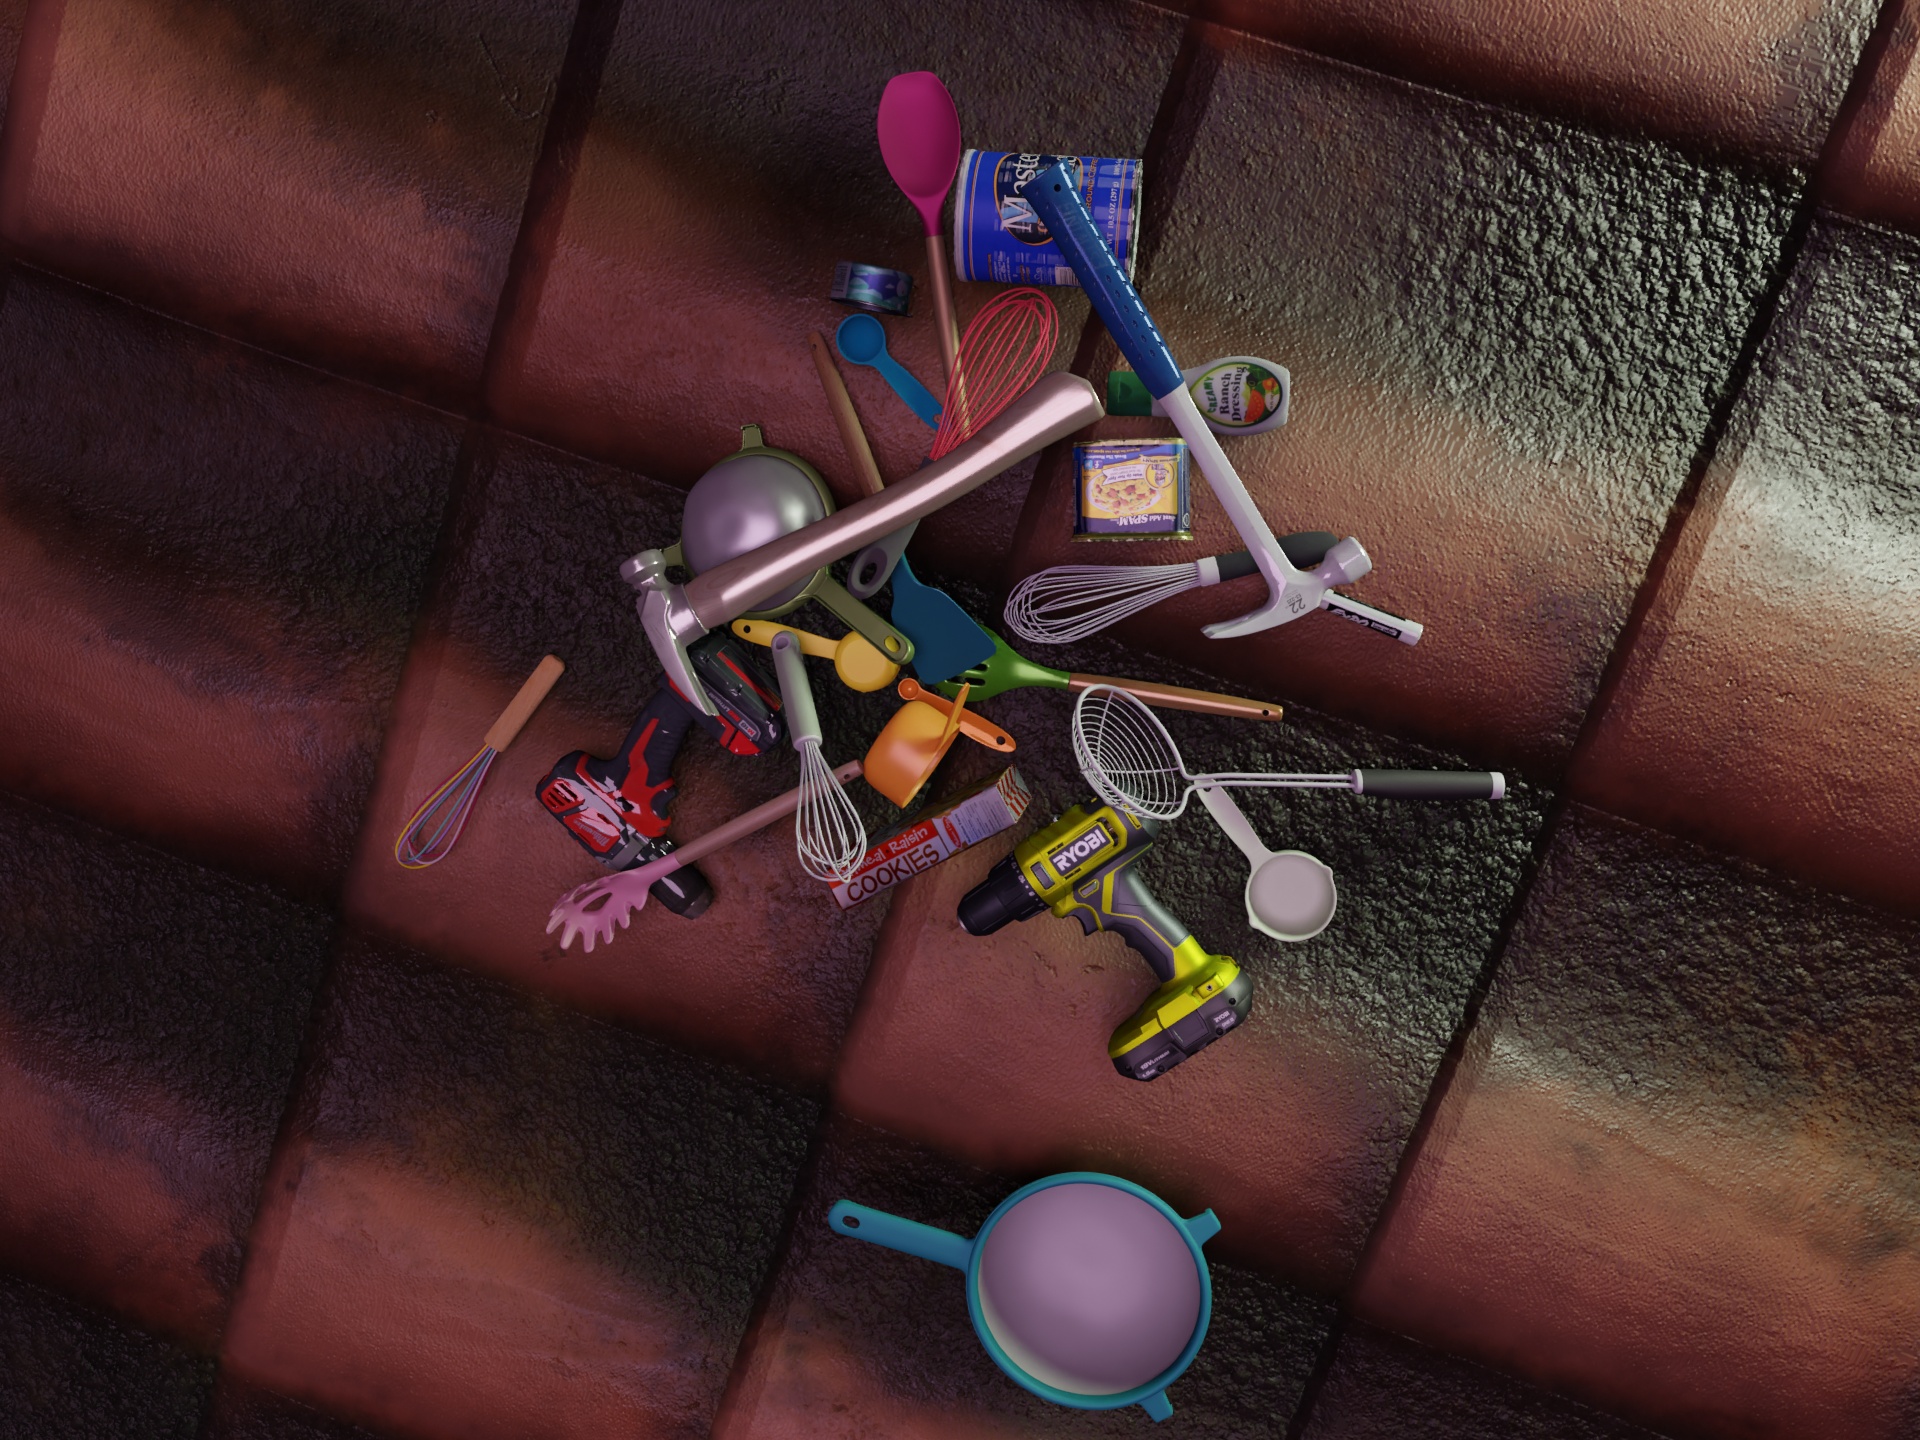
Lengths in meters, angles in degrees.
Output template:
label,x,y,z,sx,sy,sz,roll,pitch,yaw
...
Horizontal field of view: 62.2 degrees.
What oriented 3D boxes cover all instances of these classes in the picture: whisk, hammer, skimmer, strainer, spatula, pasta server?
label,x,y,z,sx,sy,sz,roll,pitch,yaw
whisk,-0.011,-0.228,1.312,0.073,0.073,0.296,31,89,3
hammer,-0.069,-0.153,1.278,0.410,0.038,0.146,-27,86,9
whisk,0.175,-0.118,1.330,0.284,0.070,0.070,-13,96,6
skimmer,0.271,0.030,1.306,0.363,0.127,0.090,2,137,0
strainer,-0.145,-0.130,1.340,0.256,0.069,0.151,40,101,16
hammer,0.165,-0.246,1.247,0.144,0.035,0.405,-33,105,4
strainer,0.054,0.472,1.415,0.340,0.095,0.211,14,97,9
spatula,-0.065,-0.186,1.355,0.082,0.044,0.317,-25,82,34
pasta server,-0.220,0.112,1.372,0.316,0.040,0.060,-27,123,13
whisk,-0.437,0.040,1.457,0.047,0.051,0.245,36,98,-19
whisk,-0.125,0.026,1.326,0.058,0.059,0.247,-22,59,9

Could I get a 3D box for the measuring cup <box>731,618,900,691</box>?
label,x,y,z,sx,sy,sz,roll,pitch,yaw
measuring cup,-0.130,-0.064,1.395,0.156,0.029,0.062,14,100,7

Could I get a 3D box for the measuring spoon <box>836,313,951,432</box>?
label,x,y,z,sx,sy,sz,roll,pitch,yaw
measuring spoon,-0.054,-0.295,1.361,0.042,0.021,0.128,-43,99,11

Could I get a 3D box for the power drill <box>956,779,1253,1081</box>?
label,x,y,z,sx,sy,sz,roll,pitch,yaw
power drill,0.125,0.190,1.372,0.190,0.080,0.228,-35,89,11

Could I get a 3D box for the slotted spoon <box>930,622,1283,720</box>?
label,x,y,z,sx,sy,sz,roll,pitch,yaw
slotted spoon,0.119,-0.032,1.365,0.314,0.031,0.070,9,102,6

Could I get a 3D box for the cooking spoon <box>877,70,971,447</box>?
label,x,y,z,sx,sy,sz,roll,pitch,yaw
cooking spoon,-0.019,-0.381,1.338,0.069,0.017,0.319,-8,97,5

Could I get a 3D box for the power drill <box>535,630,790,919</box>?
label,x,y,z,sx,sy,sz,roll,pitch,yaw
power drill,-0.243,0.054,1.408,0.188,0.080,0.226,44,106,-7

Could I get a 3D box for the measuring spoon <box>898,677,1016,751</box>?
label,x,y,z,sx,sy,sz,roll,pitch,yaw
measuring spoon,-0.002,-0.004,1.397,0.117,0.011,0.021,29,106,0

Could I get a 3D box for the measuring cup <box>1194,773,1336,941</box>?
label,x,y,z,sx,sy,sz,roll,pitch,yaw
measuring cup,0.255,0.112,1.362,0.083,0.038,0.167,-38,86,12

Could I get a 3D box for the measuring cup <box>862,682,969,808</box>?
label,x,y,z,sx,sy,sz,roll,pitch,yaw
measuring cup,-0.035,0.004,1.332,0.052,0.095,0.173,34,146,6
